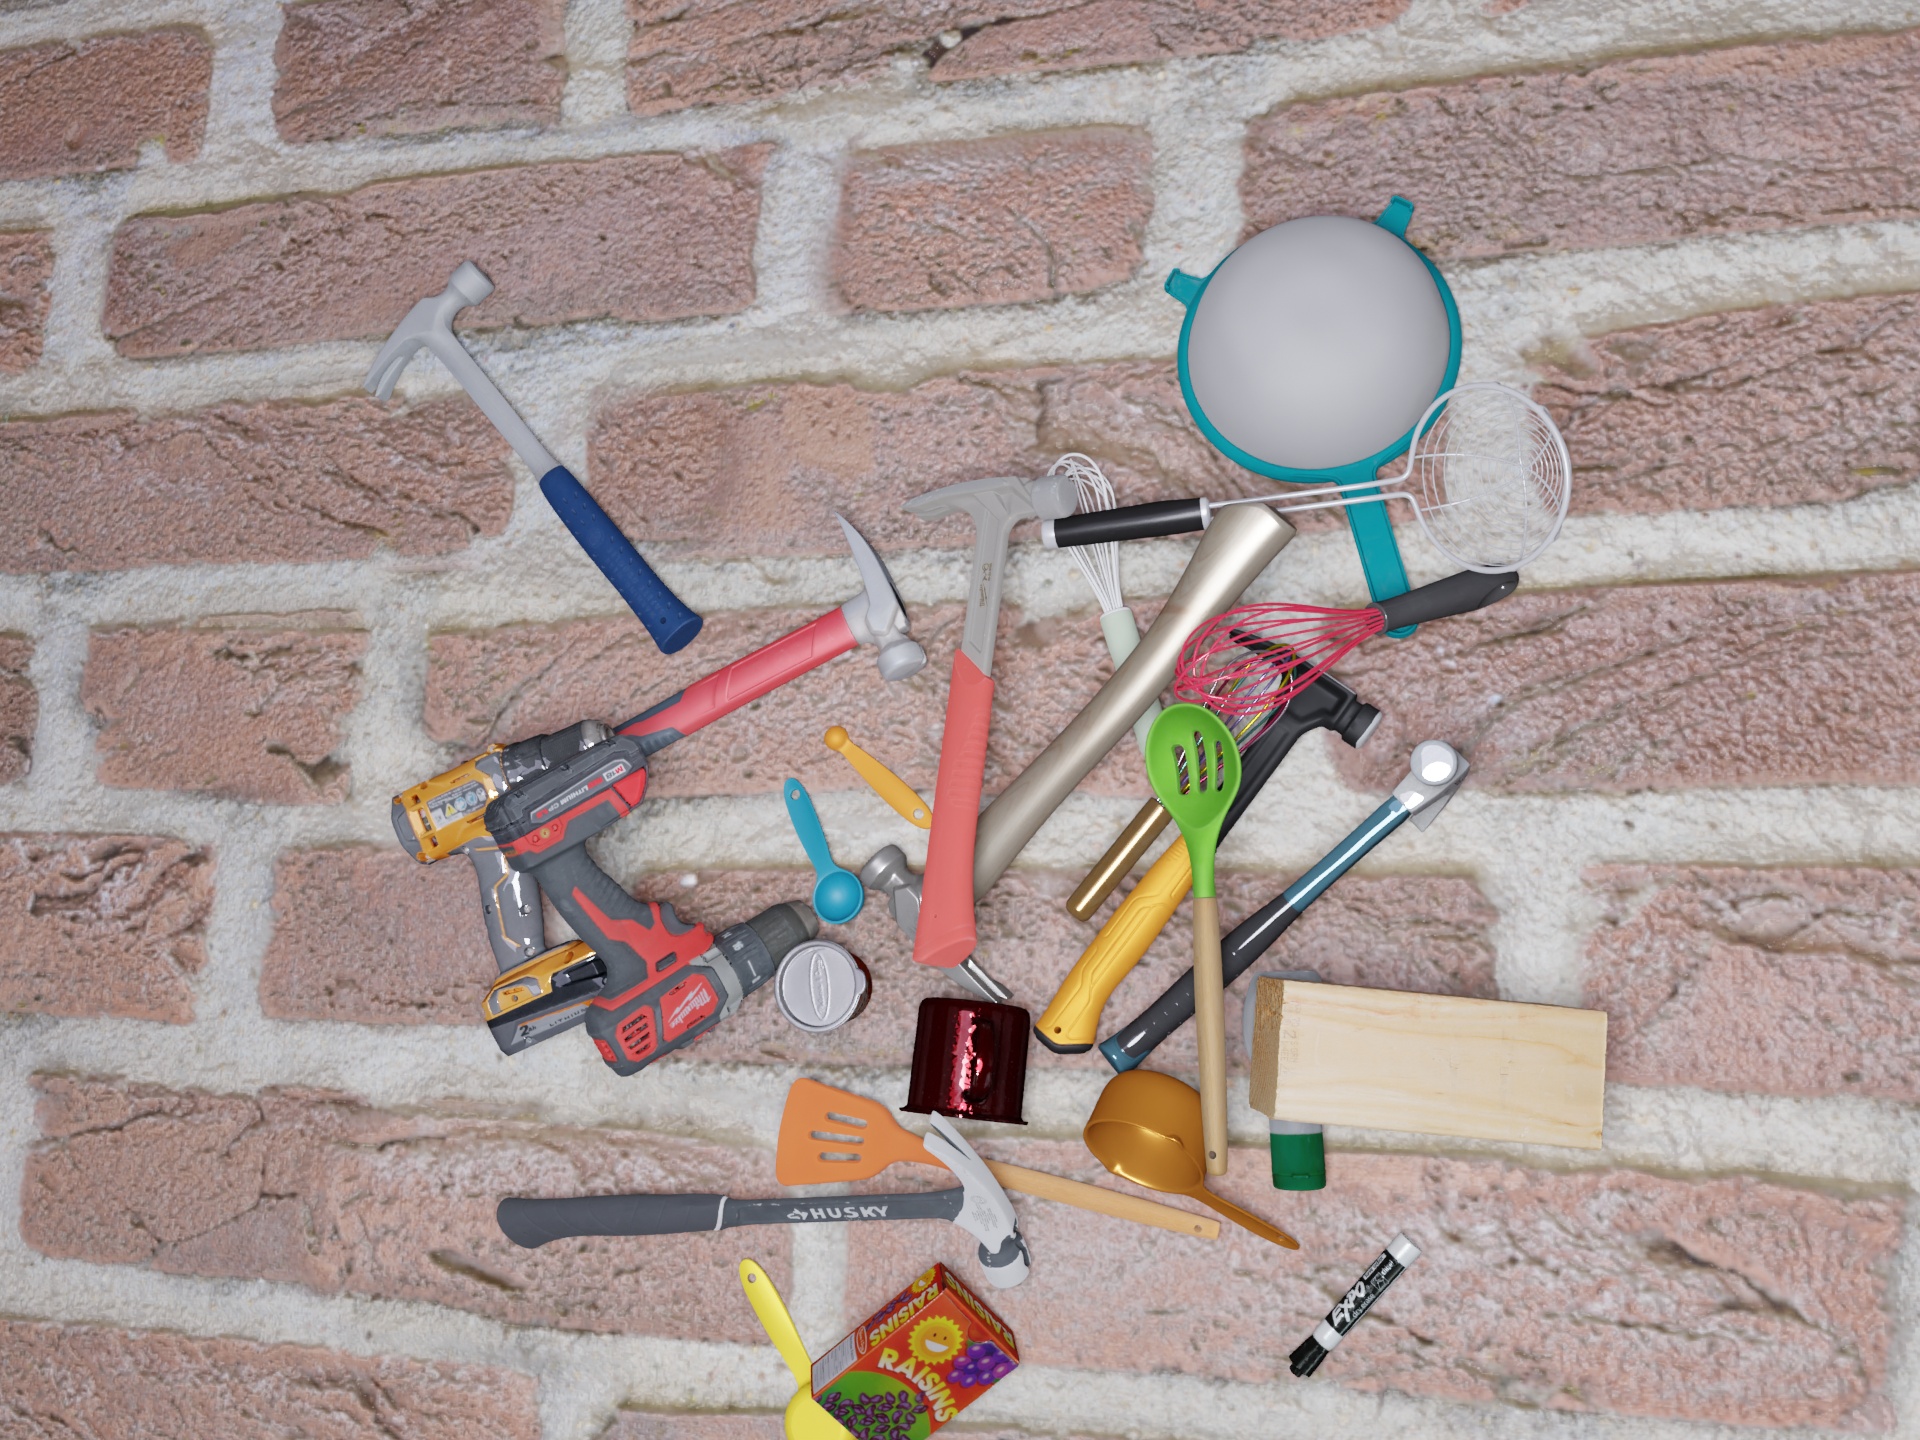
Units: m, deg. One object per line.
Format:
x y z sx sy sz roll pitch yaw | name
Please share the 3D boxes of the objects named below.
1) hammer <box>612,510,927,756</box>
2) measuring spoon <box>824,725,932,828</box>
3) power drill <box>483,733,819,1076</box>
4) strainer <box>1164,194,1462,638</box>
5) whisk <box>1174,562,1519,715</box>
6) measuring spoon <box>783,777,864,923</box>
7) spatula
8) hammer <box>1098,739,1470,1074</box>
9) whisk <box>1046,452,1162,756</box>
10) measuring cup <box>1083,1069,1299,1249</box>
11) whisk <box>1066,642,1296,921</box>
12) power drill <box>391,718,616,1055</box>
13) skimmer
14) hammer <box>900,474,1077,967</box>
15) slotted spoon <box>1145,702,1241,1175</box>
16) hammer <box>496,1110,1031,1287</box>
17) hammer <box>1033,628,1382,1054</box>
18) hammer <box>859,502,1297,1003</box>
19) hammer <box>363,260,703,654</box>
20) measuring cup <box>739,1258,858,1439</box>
-0.224 -0.021 1.275 0.386 0.038 0.143 -27 73 8 | hammer
-0.064 0.044 1.235 0.117 0.011 0.021 42 92 17 | measuring spoon
-0.224 0.123 1.172 0.188 0.080 0.226 -31 98 -26 | power drill
0.274 -0.228 1.153 0.211 0.095 0.340 -15 75 11 | strainer
0.268 -0.064 1.084 0.296 0.073 0.073 -17 74 -23 | whisk
-0.107 0.101 1.238 0.042 0.021 0.129 -31 65 12 | measuring spoon
0.025 0.329 1.146 0.322 0.041 0.081 10 90 15 | spatula
0.220 0.135 1.102 0.331 0.128 0.033 -44 70 13 | hammer
0.114 -0.087 1.200 0.059 0.057 0.246 -27 75 44 | whisk
0.170 0.304 1.106 0.173 0.095 0.052 33 54 -6 | measuring cup
0.157 0.043 1.127 0.245 0.051 0.047 -51 54 3 | whisk
-0.318 0.122 1.233 0.185 0.084 0.226 -25 86 9 | power drill
0.226 -0.149 1.098 0.363 0.090 0.127 -6 102 18 | skimmer
-0.002 -0.004 1.149 0.149 0.036 0.359 -3 72 39 | hammer
0.164 0.145 1.070 0.070 0.031 0.314 -6 83 33 | slotted spoon
-0.160 0.358 1.164 0.409 0.036 0.149 -8 121 19 | hammer
0.156 0.095 1.151 0.127 0.034 0.337 36 88 17 | hammer
0.098 0.019 1.132 0.146 0.038 0.410 45 109 16 | hammer
-0.356 -0.210 1.344 0.144 0.035 0.406 -42 73 4 | hammer
-0.126 0.468 1.165 0.062 0.029 0.157 -34 75 6 | measuring cup
